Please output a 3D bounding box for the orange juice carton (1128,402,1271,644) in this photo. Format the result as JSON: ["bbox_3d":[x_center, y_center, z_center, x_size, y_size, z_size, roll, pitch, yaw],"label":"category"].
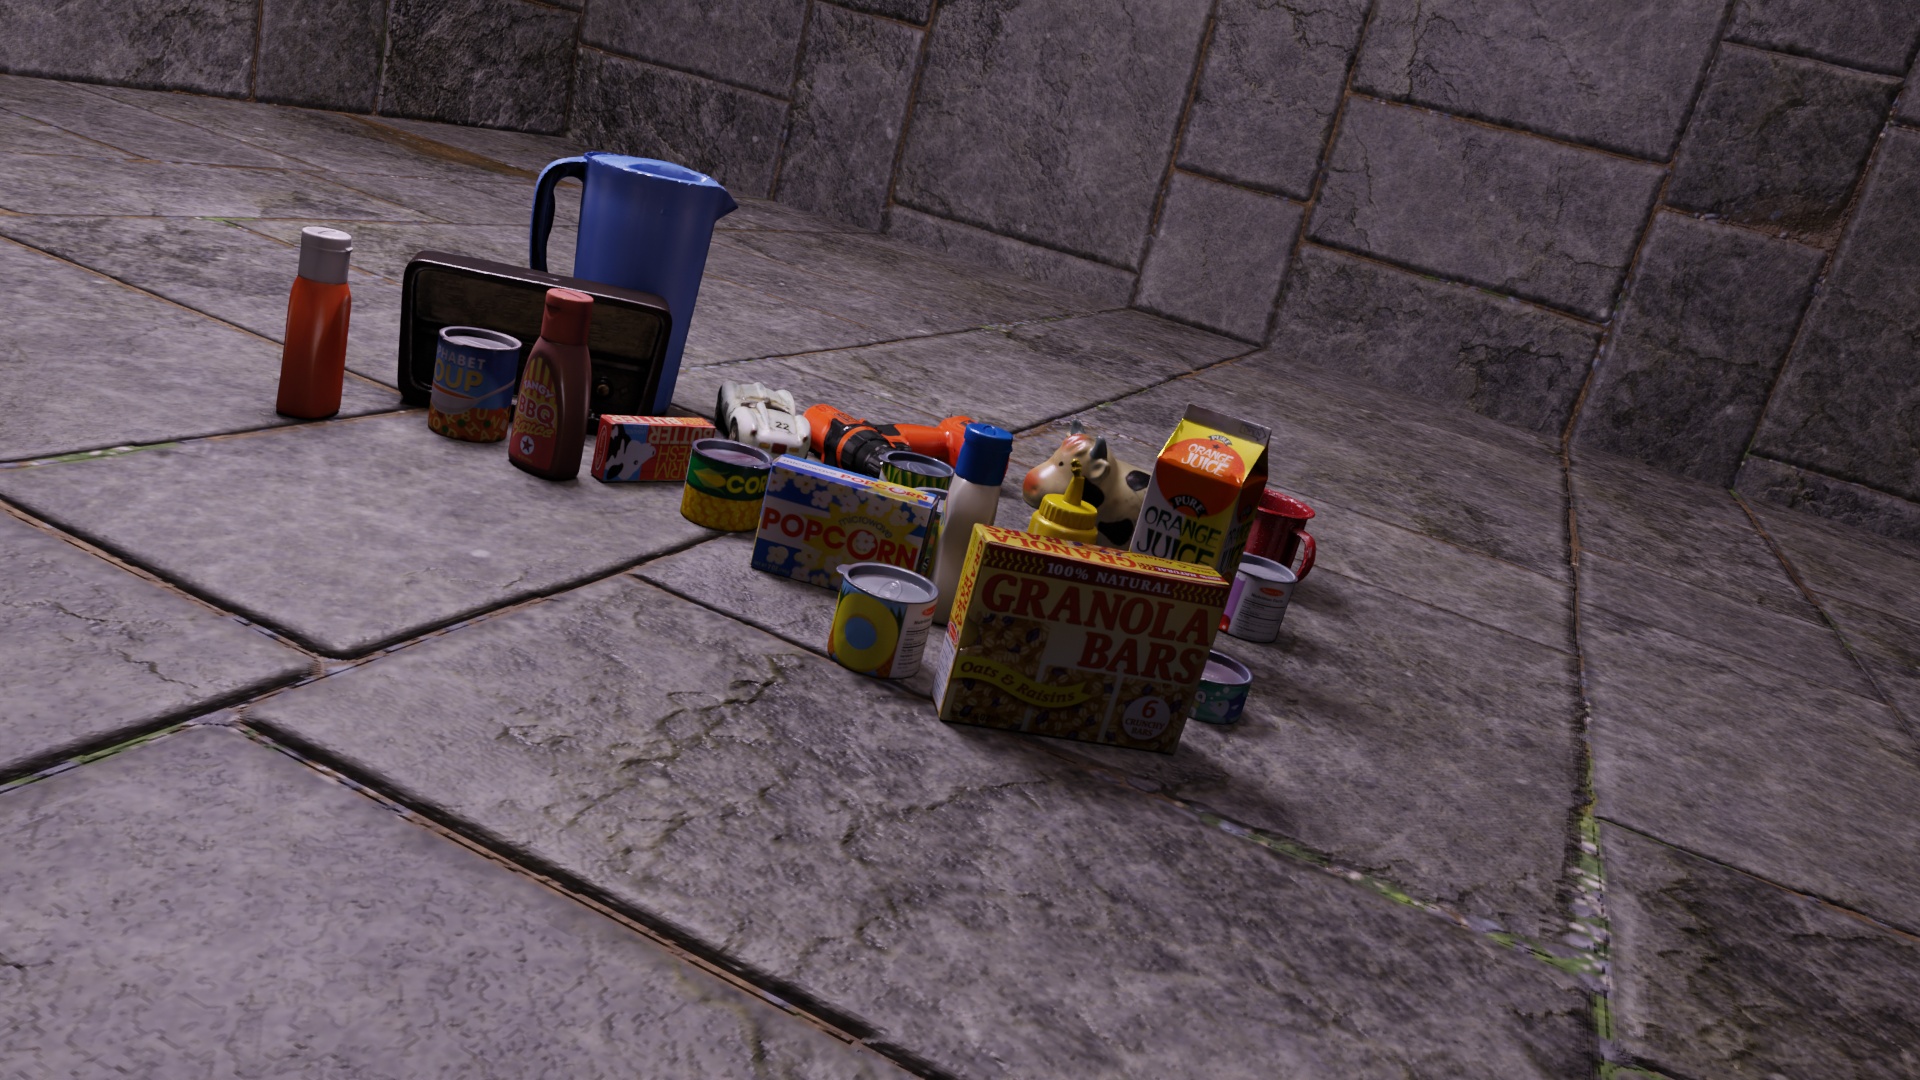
[{"bbox_3d":[0.184,-0.008,1.095,0.072,0.192,0.073,22,18,24],"label":"orange juice carton"}]

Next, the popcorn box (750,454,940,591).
[{"bbox_3d":[-0.088,-0.007,1.053,0.127,0.085,0.038,15,17,2],"label":"popcorn box"}]

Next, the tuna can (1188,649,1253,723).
[{"bbox_3d":[0.175,0.104,1.007,0.071,0.032,0.071,13,17,-4],"label":"tuna can"}]

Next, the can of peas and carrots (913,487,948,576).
[{"bbox_3d":[-0.020,-0.005,1.147,0.071,0.058,0.071,13,17,-4],"label":"can of peas and carrots"}]

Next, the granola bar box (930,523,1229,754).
[{"bbox_3d":[0.076,0.065,0.895,0.166,0.123,0.039,10,17,-14],"label":"granola bar box"}]

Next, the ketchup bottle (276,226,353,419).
[{"bbox_3d":[-0.519,-0.176,1.122,0.043,0.148,0.065,13,17,-6],"label":"ketchup bottle"}]

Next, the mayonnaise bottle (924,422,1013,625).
[{"bbox_3d":[0.004,-0.013,1.040,0.041,0.147,0.065,14,17,-4],"label":"mayonnaise bottle"}]

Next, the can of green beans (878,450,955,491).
[{"bbox_3d":[-0.043,-0.042,1.245,0.071,0.057,0.071,13,17,-4],"label":"can of green beans"}]

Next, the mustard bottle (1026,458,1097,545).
[{"bbox_3d":[0.064,0.021,0.963,0.049,0.159,0.065,13,17,-7],"label":"mustard bottle"}]

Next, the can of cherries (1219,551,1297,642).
[{"bbox_3d":[0.249,0.048,1.201,0.071,0.058,0.072,13,17,-4],"label":"can of cherries"}]

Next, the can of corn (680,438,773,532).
[{"bbox_3d":[-0.189,-0.044,1.131,0.071,0.058,0.071,13,17,-4],"label":"can of corn"}]

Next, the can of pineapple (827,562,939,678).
[{"bbox_3d":[-0.054,0.053,0.939,0.071,0.057,0.071,13,17,-4],"label":"can of pineapple"}]

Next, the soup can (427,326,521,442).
[{"bbox_3d":[-0.415,-0.133,1.180,0.071,0.083,0.071,13,17,-4],"label":"soup can"}]

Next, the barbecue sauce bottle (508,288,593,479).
[{"bbox_3d":[-0.328,-0.128,1.128,0.065,0.148,0.044,24,19,28],"label":"barbecue sauce bottle"}]

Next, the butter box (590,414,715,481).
[{"bbox_3d":[-0.262,-0.078,1.187,0.104,0.053,0.024,-3,24,-45],"label":"butter box"}]
